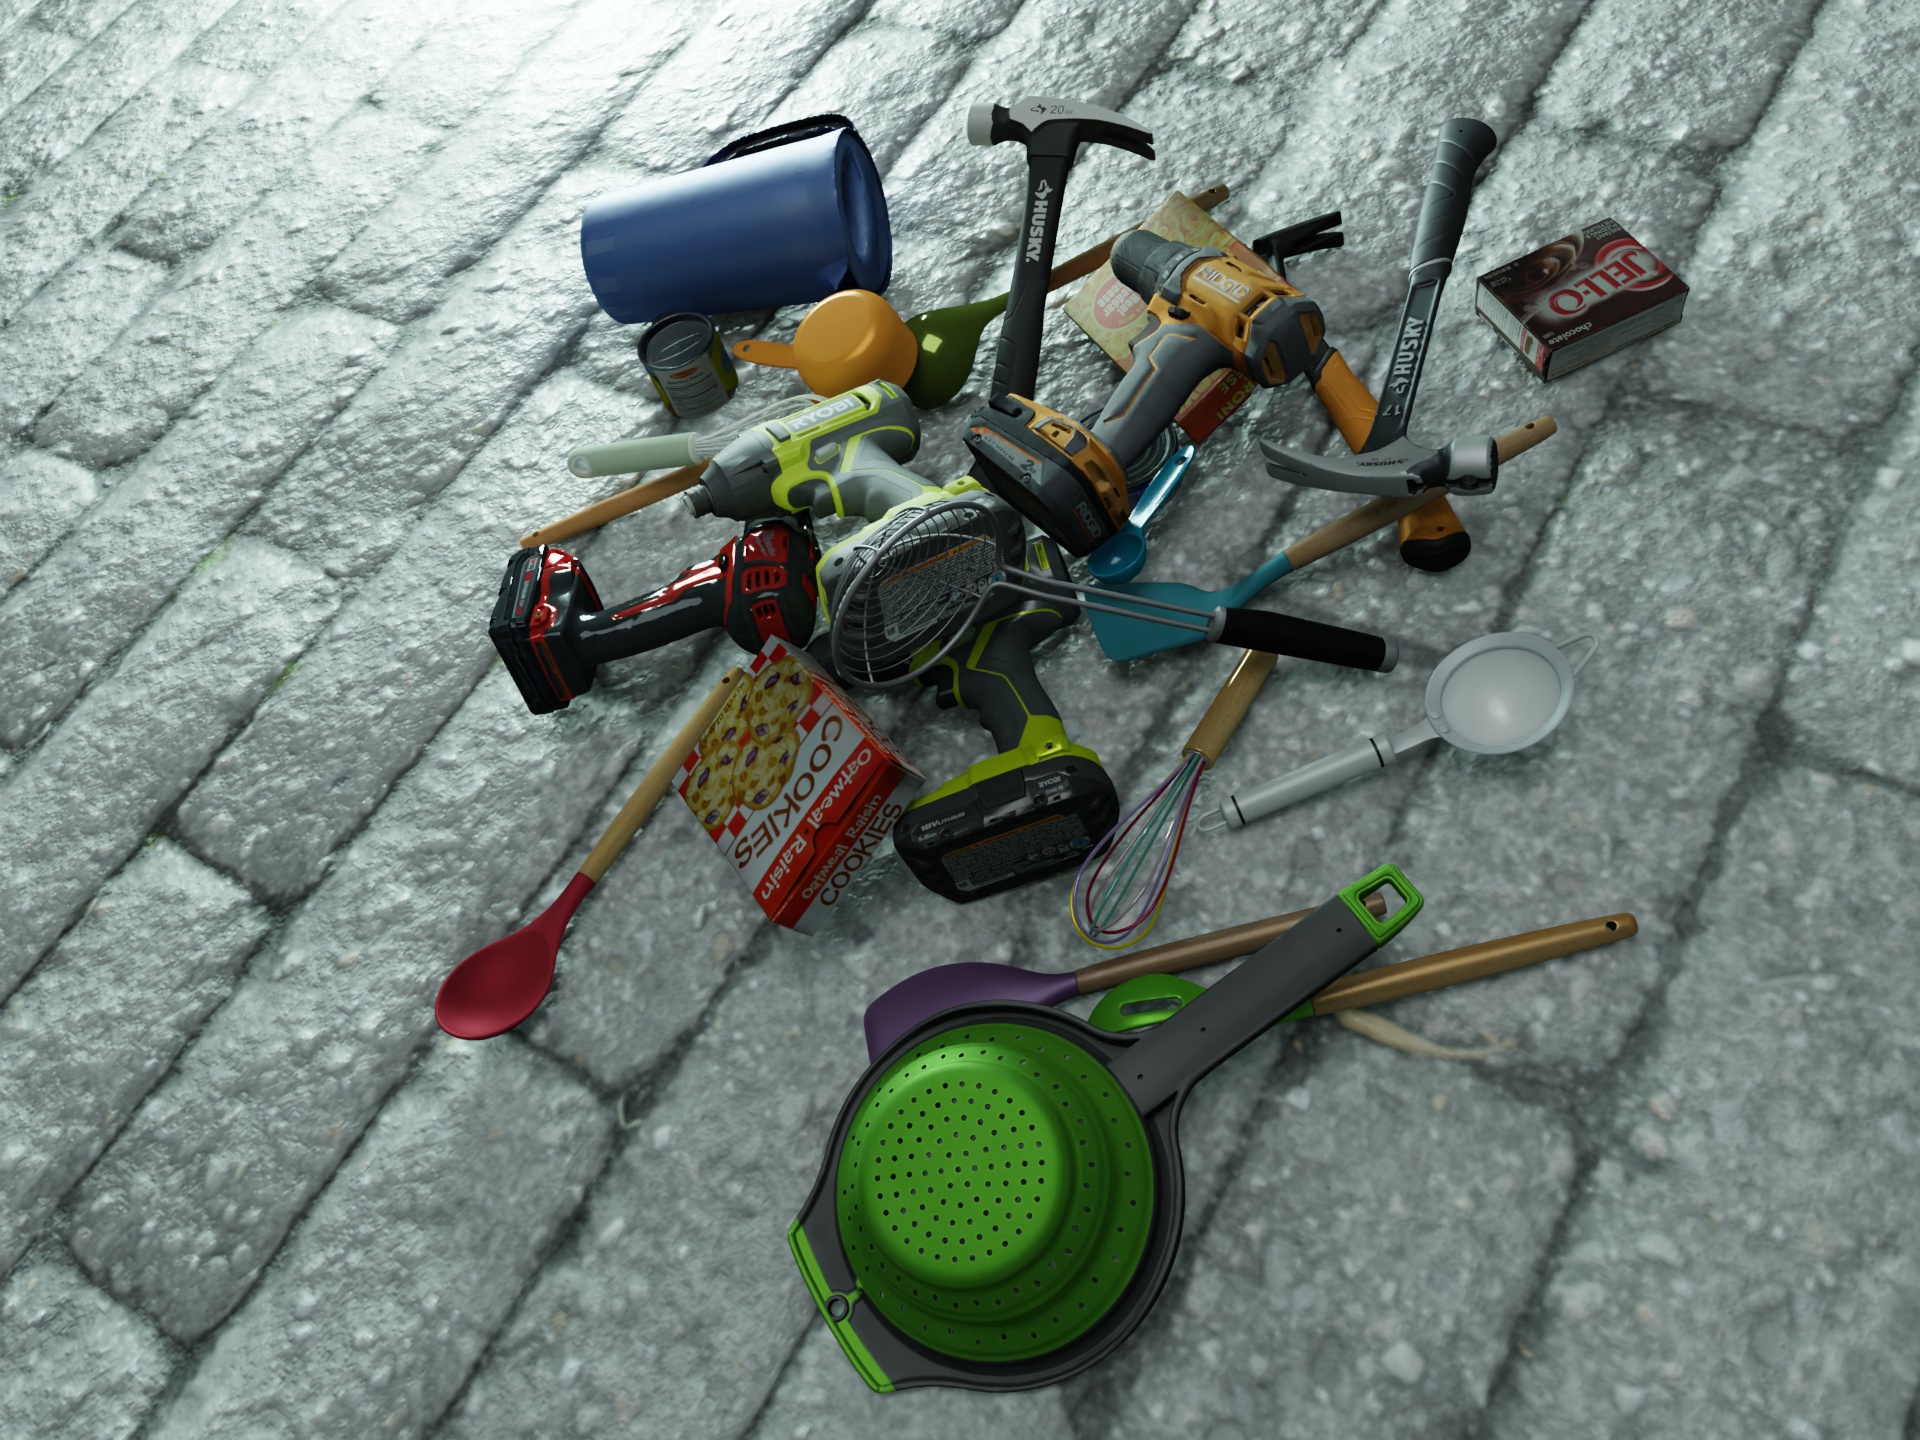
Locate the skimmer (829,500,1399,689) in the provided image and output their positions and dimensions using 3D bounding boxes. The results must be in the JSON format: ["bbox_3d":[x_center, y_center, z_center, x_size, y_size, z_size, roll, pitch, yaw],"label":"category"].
[{"bbox_3d":[0.101,-0.051,0.944,0.363,0.127,0.090,10,36,-13],"label":"skimmer"}]

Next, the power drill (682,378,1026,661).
[{"bbox_3d":[-0.072,-0.137,1.052,0.171,0.080,0.223,-26,43,-17],"label":"power drill"}]

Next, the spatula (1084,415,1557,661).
[{"bbox_3d":[0.234,-0.123,1.036,0.317,0.044,0.082,-28,40,13],"label":"spatula"}]

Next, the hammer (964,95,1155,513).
[{"bbox_3d":[0.055,-0.311,1.185,0.146,0.035,0.335,6,77,13],"label":"hammer"}]

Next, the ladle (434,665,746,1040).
[{"bbox_3d":[-0.237,0.084,1.069,0.069,0.031,0.315,22,64,25],"label":"ladle"}]

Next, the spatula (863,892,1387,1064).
[{"bbox_3d":[0.093,0.146,0.936,0.316,0.018,0.060,-15,57,7],"label":"spatula"}]

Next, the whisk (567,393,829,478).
[{"bbox_3d":[-0.193,-0.208,1.207,0.246,0.057,0.059,-3,27,22],"label":"whisk"}]

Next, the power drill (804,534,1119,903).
[{"bbox_3d":[-0.002,-0.003,1.029,0.190,0.080,0.229,-20,52,8],"label":"power drill"}]

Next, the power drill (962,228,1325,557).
[{"bbox_3d":[0.109,-0.239,1.093,0.226,0.084,0.186,-42,50,-3],"label":"power drill"}]

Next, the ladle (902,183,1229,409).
[{"bbox_3d":[0.082,-0.343,1.259,0.320,0.062,0.078,-30,54,-13],"label":"ladle"}]

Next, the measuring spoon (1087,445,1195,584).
[{"bbox_3d":[0.131,-0.137,1.085,0.042,0.021,0.129,9,55,44],"label":"measuring spoon"}]

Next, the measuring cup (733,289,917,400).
[{"bbox_3d":[-0.117,-0.288,1.212,0.174,0.052,0.095,15,74,30],"label":"measuring cup"}]

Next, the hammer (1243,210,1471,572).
[{"bbox_3d":[0.277,-0.236,1.128,0.127,0.034,0.337,-22,54,2],"label":"hammer"}]

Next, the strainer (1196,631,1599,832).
[{"bbox_3d":[0.263,0.015,0.962,0.258,0.050,0.087,-23,48,7],"label":"strainer"}]

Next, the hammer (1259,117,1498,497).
[{"bbox_3d":[0.319,-0.298,1.107,0.149,0.036,0.409,2,50,27],"label":"hammer"}]

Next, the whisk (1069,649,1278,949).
[{"bbox_3d":[0.138,0.043,0.977,0.047,0.051,0.245,20,58,27],"label":"whisk"}]

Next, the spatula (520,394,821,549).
[{"bbox_3d":[-0.198,-0.204,1.241,0.322,0.041,0.081,-23,55,2],"label":"spatula"}]

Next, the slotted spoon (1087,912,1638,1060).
[{"bbox_3d":[0.221,0.150,0.892,0.314,0.031,0.070,-14,67,5],"label":"slotted spoon"}]

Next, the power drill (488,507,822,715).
[{"bbox_3d":[-0.208,-0.100,1.145,0.226,0.080,0.188,-13,38,6],"label":"power drill"}]

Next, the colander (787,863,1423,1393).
[{"bbox_3d":[0.076,0.192,0.832,0.397,0.094,0.205,-36,63,-1],"label":"colander"}]
